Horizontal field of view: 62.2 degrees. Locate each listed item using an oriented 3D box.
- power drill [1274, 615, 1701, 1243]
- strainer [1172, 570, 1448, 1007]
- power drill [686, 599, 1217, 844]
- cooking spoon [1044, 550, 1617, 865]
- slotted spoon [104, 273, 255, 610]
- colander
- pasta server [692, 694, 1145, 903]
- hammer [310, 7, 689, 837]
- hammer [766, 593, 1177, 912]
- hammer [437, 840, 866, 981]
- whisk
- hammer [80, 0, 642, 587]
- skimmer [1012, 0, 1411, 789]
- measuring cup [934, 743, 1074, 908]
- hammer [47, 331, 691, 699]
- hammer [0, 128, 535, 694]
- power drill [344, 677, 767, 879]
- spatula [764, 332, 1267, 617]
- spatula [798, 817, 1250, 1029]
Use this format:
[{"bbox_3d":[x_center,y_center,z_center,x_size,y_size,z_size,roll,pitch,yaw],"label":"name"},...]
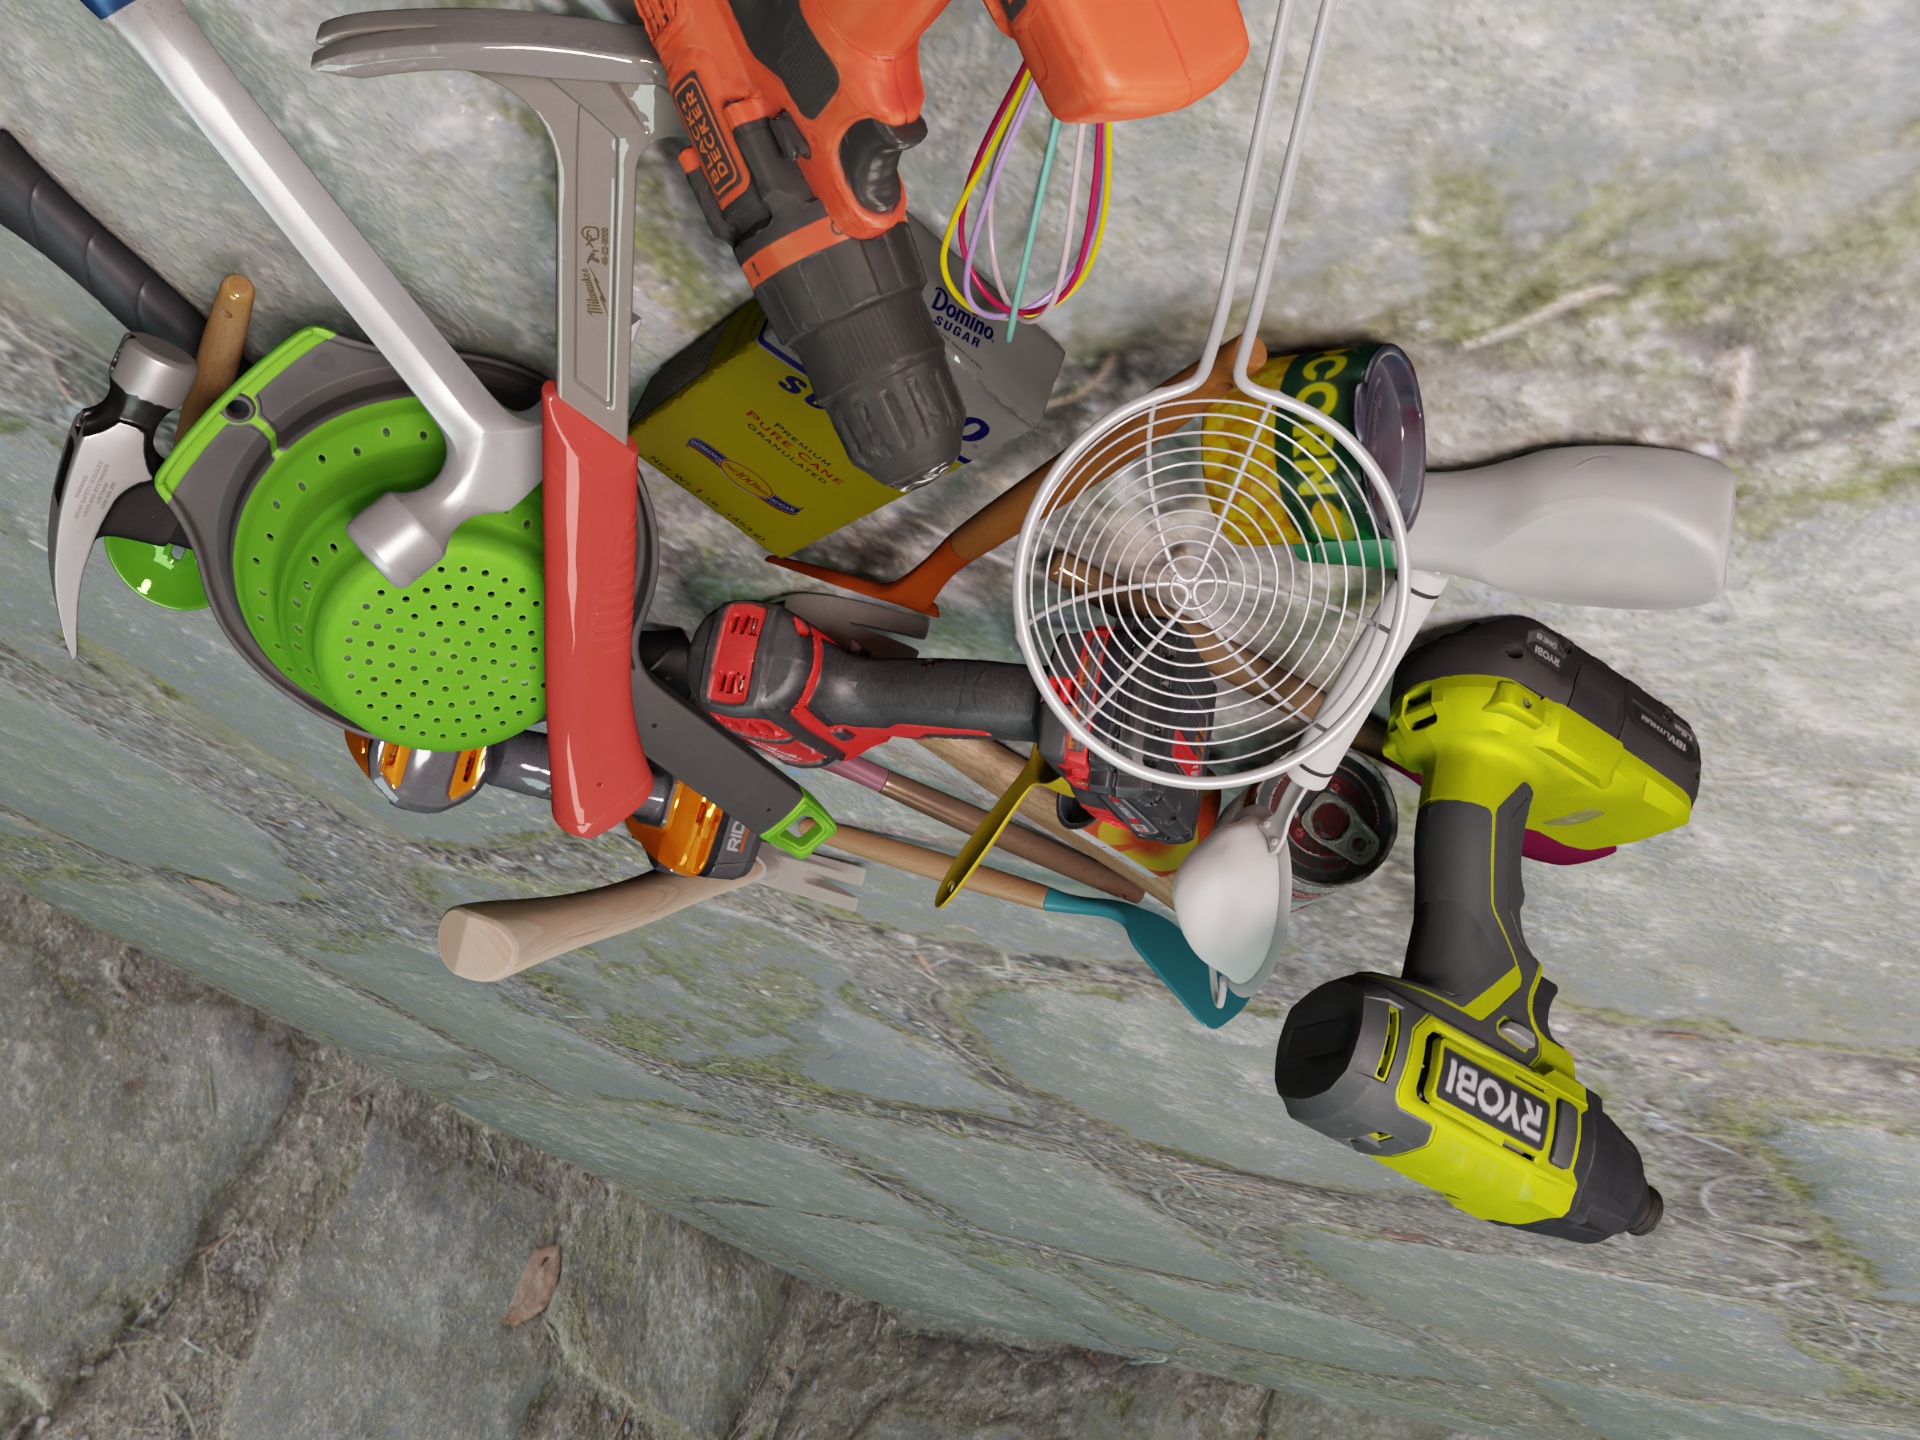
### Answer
[{"bbox_3d":[0.227,0.087,0.644,0.171,0.223,0.080,29,152,-17],"label":"power drill"},{"bbox_3d":[0.142,0.026,0.676,0.050,0.087,0.258,13,122,-17],"label":"strainer"},{"bbox_3d":[-0.001,-0.002,0.729,0.220,0.078,0.143,7,166,19],"label":"power drill"},{"bbox_3d":[0.176,0.000,0.746,0.318,0.017,0.068,27,154,-15],"label":"cooking spoon"},{"bbox_3d":[-0.382,-0.132,0.796,0.070,0.031,0.313,29,148,-19],"label":"slotted spoon"},{"bbox_3d":[-0.185,-0.012,0.766,0.204,0.095,0.396,-41,130,9],"label":"colander"},{"bbox_3d":[-0.021,0.039,0.949,0.316,0.040,0.060,25,153,-19],"label":"pasta server"},{"bbox_3d":[-0.152,-0.085,0.611,0.149,0.037,0.358,0,135,-14],"label":"hammer"},{"bbox_3d":[0.024,0.028,0.887,0.331,0.031,0.130,33,151,-24],"label":"hammer"},{"bbox_3d":[-0.174,0.105,0.939,0.146,0.038,0.410,14,-176,10],"label":"hammer"},{"bbox_3d":[0.030,-0.197,0.452,0.047,0.051,0.244,24,151,5],"label":"whisk"},{"bbox_3d":[-0.261,-0.233,0.528,0.035,0.144,0.405,33,162,50],"label":"hammer"},{"bbox_3d":[0.086,-0.129,0.409,0.127,0.090,0.363,1,139,-3],"label":"skimmer"},{"bbox_3d":[0.037,0.047,0.824,0.029,0.062,0.156,24,119,-21],"label":"measuring cup"},{"bbox_3d":[-0.274,-0.061,0.797,0.334,0.146,0.035,20,-162,-42],"label":"hammer"},{"bbox_3d":[-0.330,-0.133,0.824,0.149,0.036,0.408,0,147,32],"label":"hammer"},{"bbox_3d":[-0.239,0.023,0.922,0.226,0.084,0.164,15,-177,-31],"label":"power drill"},{"bbox_3d":[0.014,-0.088,0.640,0.081,0.041,0.322,16,159,-26],"label":"spatula"},{"bbox_3d":[0.030,0.117,1.012,0.318,0.044,0.082,15,-164,25],"label":"spatula"}]
